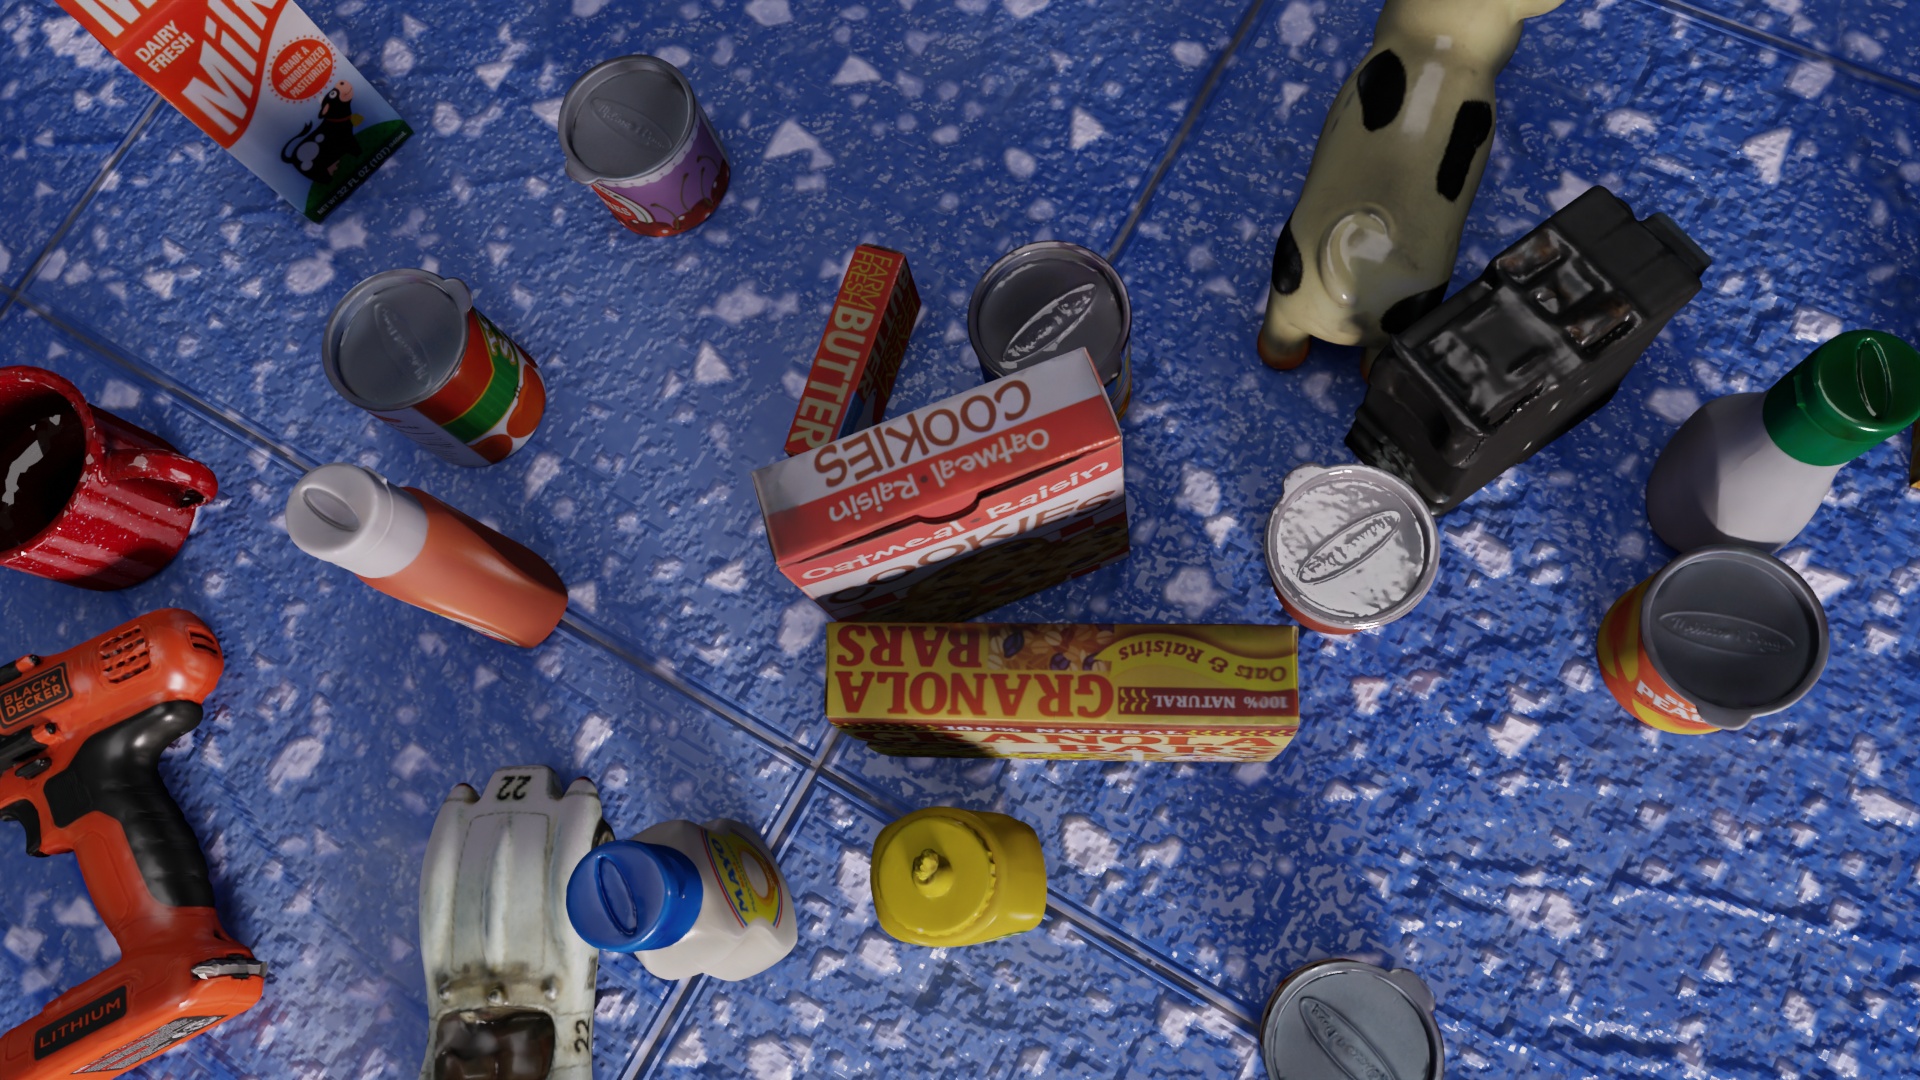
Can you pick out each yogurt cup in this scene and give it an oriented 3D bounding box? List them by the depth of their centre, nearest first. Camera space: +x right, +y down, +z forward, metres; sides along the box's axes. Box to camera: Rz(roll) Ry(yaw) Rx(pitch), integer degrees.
[{"bbox_3d":[0.158,0.008,0.573,0.072,0.054,0.072,-2,75,7],"label":"yogurt cup"}]

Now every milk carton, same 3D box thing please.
[{"bbox_3d":[-0.342,-0.233,0.634,0.073,0.190,0.072,41,84,15],"label":"milk carton"}]

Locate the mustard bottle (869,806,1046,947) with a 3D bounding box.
[{"bbox_3d":[-0.004,0.124,0.507,0.065,0.160,0.049,-7,75,6],"label":"mustard bottle"}]

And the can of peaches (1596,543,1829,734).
[{"bbox_3d":[0.291,0.043,0.544,0.071,0.058,0.071,-2,75,7],"label":"can of peaches"}]

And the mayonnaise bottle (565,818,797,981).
[{"bbox_3d":[-0.102,0.135,0.524,0.041,0.148,0.065,-27,73,0],"label":"mayonnaise bottle"}]

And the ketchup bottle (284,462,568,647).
[{"bbox_3d":[-0.219,0.006,0.574,0.065,0.148,0.043,31,81,14],"label":"ketchup bottle"}]

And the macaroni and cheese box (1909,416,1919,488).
[{"bbox_3d":[0.416,-0.097,0.510,0.040,0.166,0.124,11,77,10],"label":"macaroni and cheese box"}]

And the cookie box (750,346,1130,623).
[{"bbox_3d":[0.002,-0.007,0.539,0.123,0.167,0.040,-21,74,2],"label":"cookie box"}]

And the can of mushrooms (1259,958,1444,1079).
[{"bbox_3d":[0.151,0.194,0.534,0.071,0.033,0.071,-2,75,7],"label":"can of mushrooms"}]

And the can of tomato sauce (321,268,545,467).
[{"bbox_3d":[-0.236,-0.078,0.634,0.071,0.083,0.071,-2,75,7],"label":"can of tomato sauce"}]

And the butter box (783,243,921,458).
[{"bbox_3d":[-0.047,-0.076,0.624,0.024,0.053,0.103,15,77,11],"label":"butter box"}]

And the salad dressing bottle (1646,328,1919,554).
[{"bbox_3d":[0.303,-0.033,0.517,0.044,0.147,0.064,0,75,8],"label":"salad dressing bottle"}]

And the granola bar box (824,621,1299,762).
[{"bbox_3d":[0.041,0.062,0.537,0.165,0.124,0.039,0,75,8],"label":"granola bar box"}]

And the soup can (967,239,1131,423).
[{"bbox_3d":[0.042,-0.078,0.597,0.071,0.083,0.071,-2,75,7],"label":"soup can"}]

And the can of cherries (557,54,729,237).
[{"bbox_3d":[-0.152,-0.186,0.665,0.071,0.058,0.071,-2,75,7],"label":"can of cherries"}]
